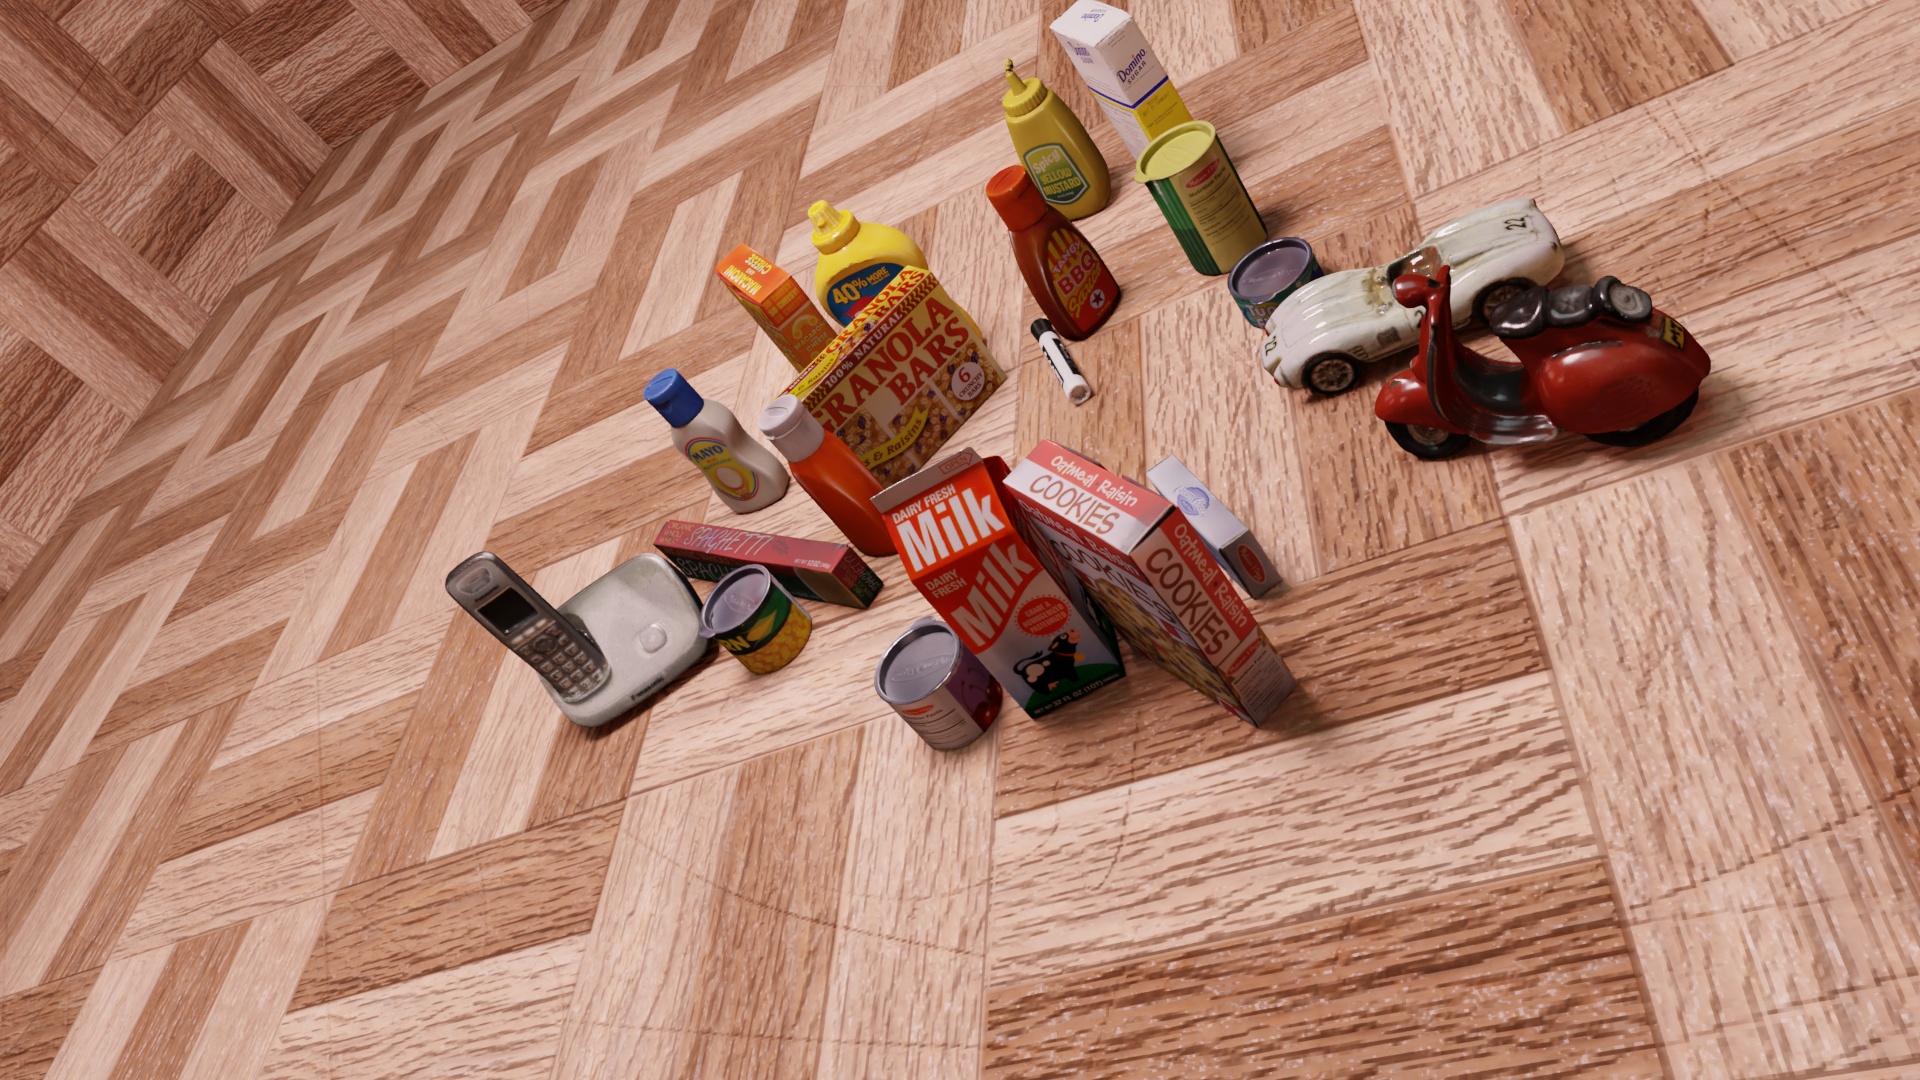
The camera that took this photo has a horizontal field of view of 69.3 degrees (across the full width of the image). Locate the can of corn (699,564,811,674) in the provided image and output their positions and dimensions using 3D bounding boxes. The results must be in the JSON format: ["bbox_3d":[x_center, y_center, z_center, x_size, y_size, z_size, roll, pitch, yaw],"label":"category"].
[{"bbox_3d":[-0.160,0.064,1.079,0.071,0.058,0.071,-23,39,21],"label":"can of corn"}]

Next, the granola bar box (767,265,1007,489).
[{"bbox_3d":[-0.057,-0.122,1.131,0.166,0.124,0.039,-46,37,-9],"label":"granola bar box"}]

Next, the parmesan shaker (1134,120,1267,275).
[{"bbox_3d":[0.188,-0.265,1.087,0.071,0.102,0.072,-24,39,21],"label":"parmesan shaker"}]

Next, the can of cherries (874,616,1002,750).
[{"bbox_3d":[-0.013,0.094,0.920,0.071,0.058,0.072,-23,39,21],"label":"can of cherries"}]

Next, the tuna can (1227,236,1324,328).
[{"bbox_3d":[0.234,-0.188,1.026,0.071,0.032,0.071,-23,39,21],"label":"tuna can"}]

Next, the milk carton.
[{"bbox_3d":[0.025,0.019,0.855,0.072,0.190,0.074,-28,38,16],"label":"milk carton"}]

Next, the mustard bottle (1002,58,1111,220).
[{"bbox_3d":[0.076,-0.358,1.234,0.065,0.159,0.049,-12,45,33],"label":"mustard bottle"}]

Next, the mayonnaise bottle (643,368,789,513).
[{"bbox_3d":[-0.215,-0.087,1.211,0.064,0.147,0.041,-19,41,26],"label":"mayonnaise bottle"}]

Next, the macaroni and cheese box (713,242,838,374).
[{"bbox_3d":[-0.136,-0.175,1.219,0.040,0.166,0.124,-43,36,-5],"label":"macaroni and cheese box"}]

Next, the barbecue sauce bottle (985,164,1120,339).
[{"bbox_3d":[0.072,-0.233,1.116,0.065,0.148,0.044,-51,38,-15],"label":"barbecue sauce bottle"}]

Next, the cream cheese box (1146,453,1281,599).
[{"bbox_3d":[0.160,-0.010,0.884,0.024,0.053,0.104,-38,36,3],"label":"cream cheese box"}]

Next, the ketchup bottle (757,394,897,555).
[{"bbox_3d":[-0.098,-0.049,1.069,0.064,0.148,0.044,8,58,46],"label":"ketchup bottle"}]

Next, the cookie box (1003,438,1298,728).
[{"bbox_3d":[0.109,0.023,0.797,0.040,0.167,0.123,-46,37,-8],"label":"cookie box"}]

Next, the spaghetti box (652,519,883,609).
[{"bbox_3d":[-0.164,0.017,1.139,0.250,0.050,0.029,7,56,45],"label":"spaghetti box"}]
